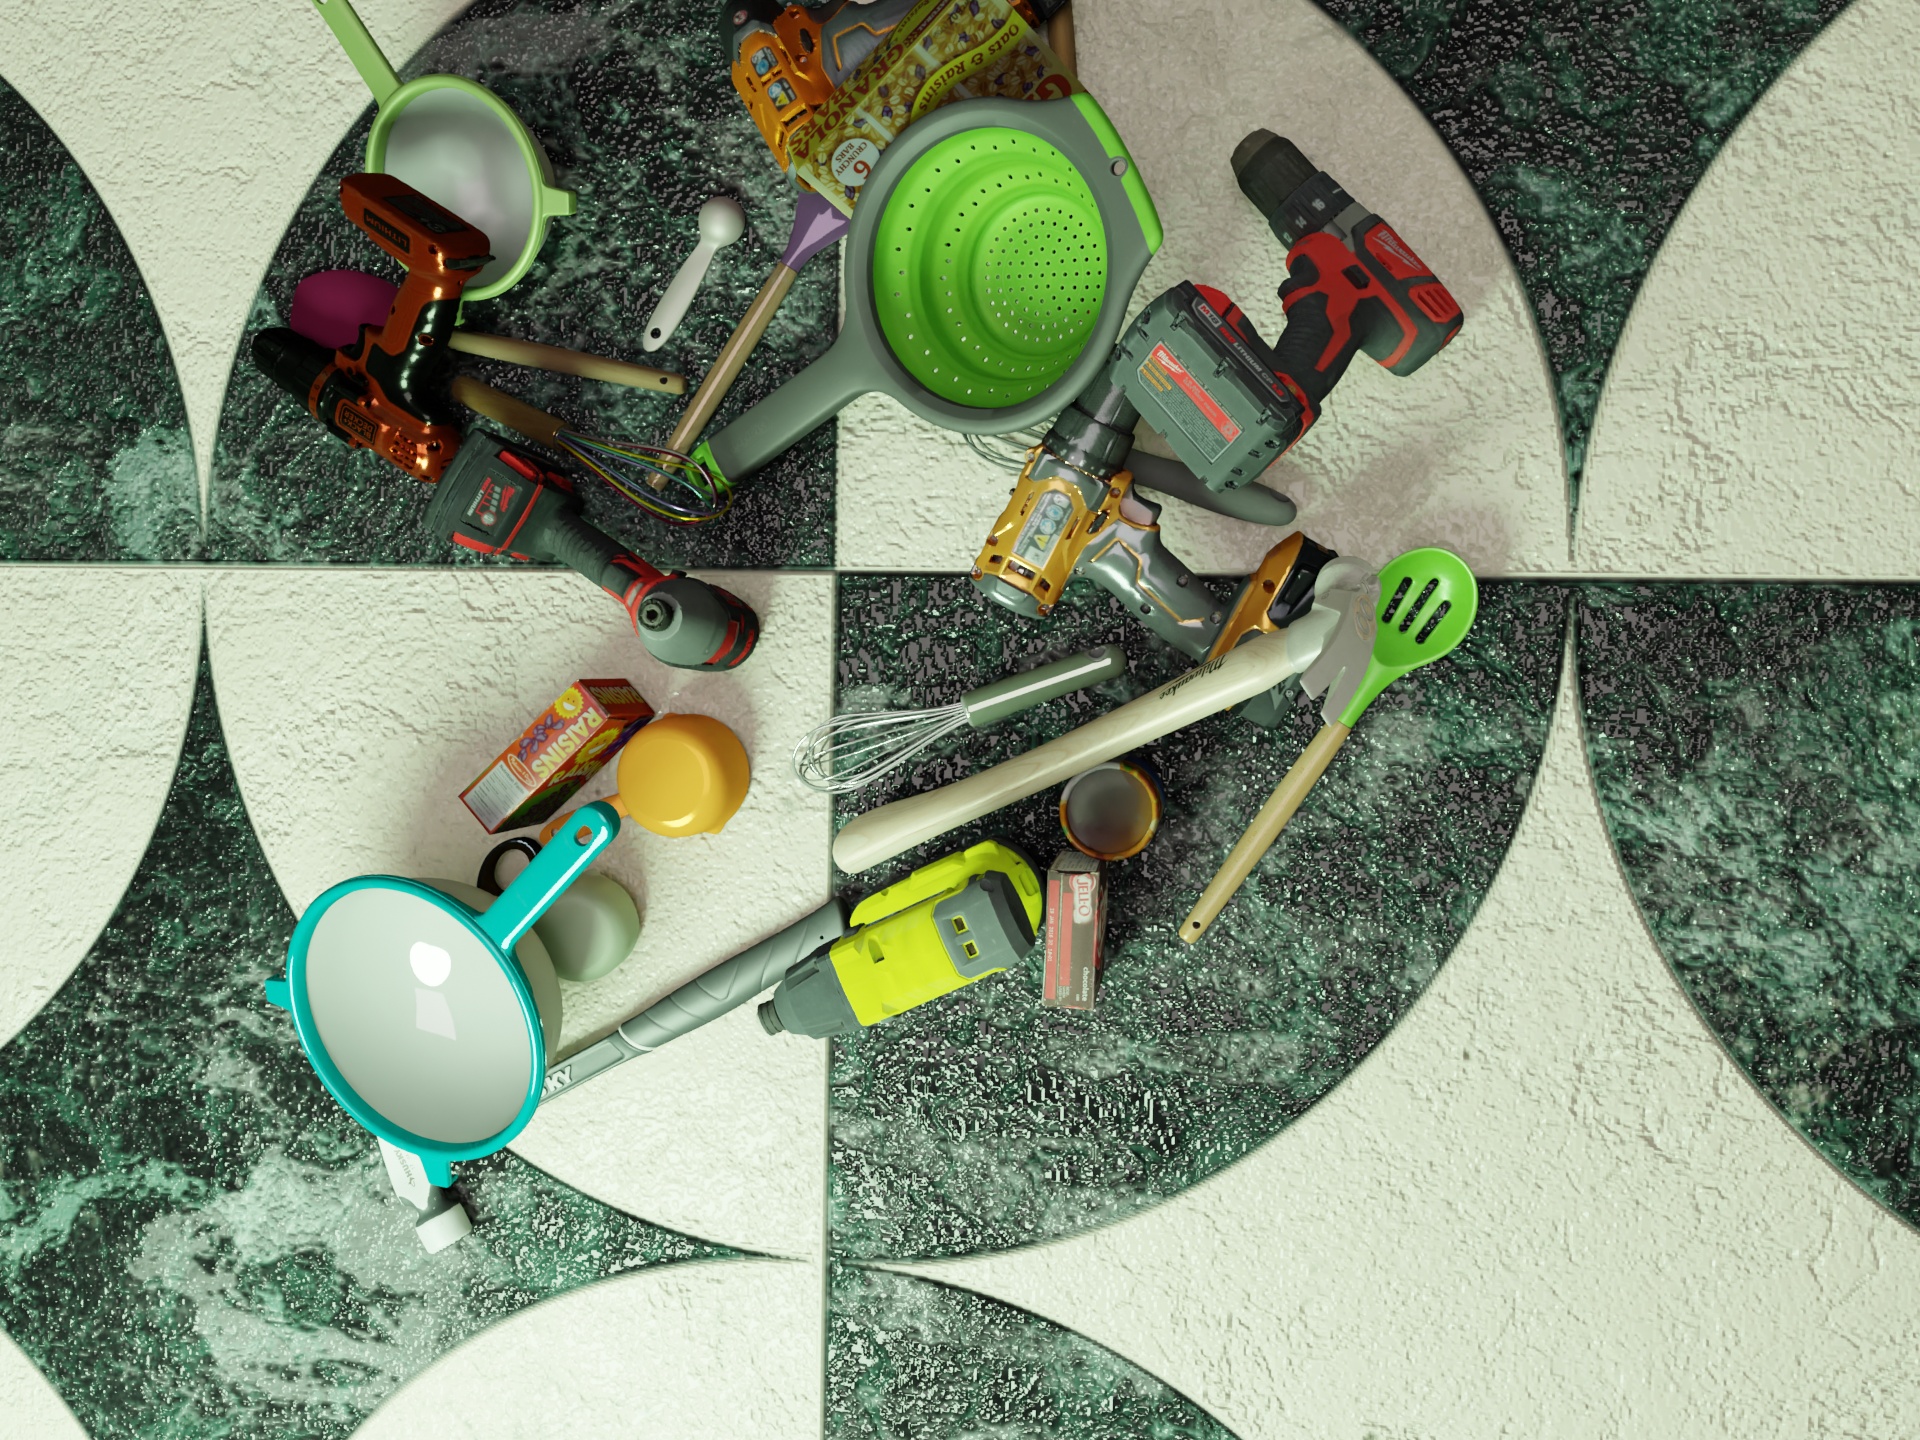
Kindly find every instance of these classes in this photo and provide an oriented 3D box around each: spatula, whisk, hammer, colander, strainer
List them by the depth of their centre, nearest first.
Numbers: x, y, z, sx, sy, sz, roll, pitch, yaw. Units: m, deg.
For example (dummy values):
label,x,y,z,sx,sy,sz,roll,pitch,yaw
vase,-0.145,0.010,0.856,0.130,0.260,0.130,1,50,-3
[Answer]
label,x,y,z,sx,sy,sz,roll,pitch,yaw
hammer,0.070,0.024,0.997,0.410,0.146,0.038,-26,108,33
colander,-0.028,-0.257,1.071,0.397,0.094,0.204,-28,87,32
whisk,0.112,-0.173,1.075,0.239,0.055,0.055,18,95,5
strainer,-0.314,0.152,1.081,0.211,0.095,0.340,47,116,3
whisk,-0.002,-0.004,1.105,0.246,0.058,0.059,-19,123,7
strainer,-0.371,-0.422,1.126,0.151,0.069,0.256,-31,94,31
spatula,-0.133,-0.298,1.127,0.060,0.018,0.316,35,97,6
whisk,-0.264,-0.195,1.134,0.245,0.051,0.047,27,78,19
hammer,-0.254,0.235,1.161,0.409,0.036,0.149,-29,86,9

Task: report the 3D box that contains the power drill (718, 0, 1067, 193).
label,x,y,z,sx,sy,sz,roll,pitch,yaw
power drill,-0.057,-0.485,1.072,0.226,0.084,0.164,-33,75,13

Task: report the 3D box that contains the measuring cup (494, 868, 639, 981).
label,x,y,z,sx,sy,sz,roll,pitch,yaw
measuring cup,-0.318,0.144,1.147,0.167,0.038,0.083,8,100,2

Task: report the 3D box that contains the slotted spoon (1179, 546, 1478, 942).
label,x,y,z,sx,sy,sz,roll,pitch,yaw
slotted spoon,0.239,0.021,1.069,0.070,0.031,0.313,35,99,7

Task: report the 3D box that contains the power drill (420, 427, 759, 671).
label,x,y,z,sx,sy,sz,roll,pitch,yaw
power drill,-0.249,-0.108,1.093,0.220,0.143,0.078,33,95,10

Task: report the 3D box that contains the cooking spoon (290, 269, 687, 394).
label,x,y,z,sx,sy,sz,roll,pitch,yaw
cooking spoon,-0.350,-0.276,1.165,0.319,0.017,0.069,13,95,10

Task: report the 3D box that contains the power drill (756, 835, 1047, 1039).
label,x,y,z,sx,sy,sz,roll,pitch,yaw
power drill,-0.029,0.141,1.021,0.171,0.223,0.080,-25,88,10

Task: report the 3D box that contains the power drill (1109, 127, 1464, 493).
label,x,y,z,sx,sy,sz,roll,pitch,yaw
power drill,0.194,-0.265,0.993,0.227,0.080,0.188,-39,86,-31

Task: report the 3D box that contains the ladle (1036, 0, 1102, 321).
label,x,y,z,sx,sy,sz,roll,pitch,yaw
ladle,0.073,-0.431,1.082,0.069,0.031,0.315,-5,90,11

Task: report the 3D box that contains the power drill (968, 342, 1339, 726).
label,x,y,z,sx,sy,sz,roll,pitch,yaw
power drill,0.142,-0.120,1.030,0.226,0.084,0.185,28,108,1

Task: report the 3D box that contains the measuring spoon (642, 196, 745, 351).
label,x,y,z,sx,sy,sz,roll,pitch,yaw
measuring spoon,-0.195,-0.319,1.136,0.034,0.018,0.124,33,98,7

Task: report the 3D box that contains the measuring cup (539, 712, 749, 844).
label,x,y,z,sx,sy,sz,roll,pitch,yaw
measuring cup,-0.238,0.056,1.141,0.173,0.052,0.095,-23,88,11
